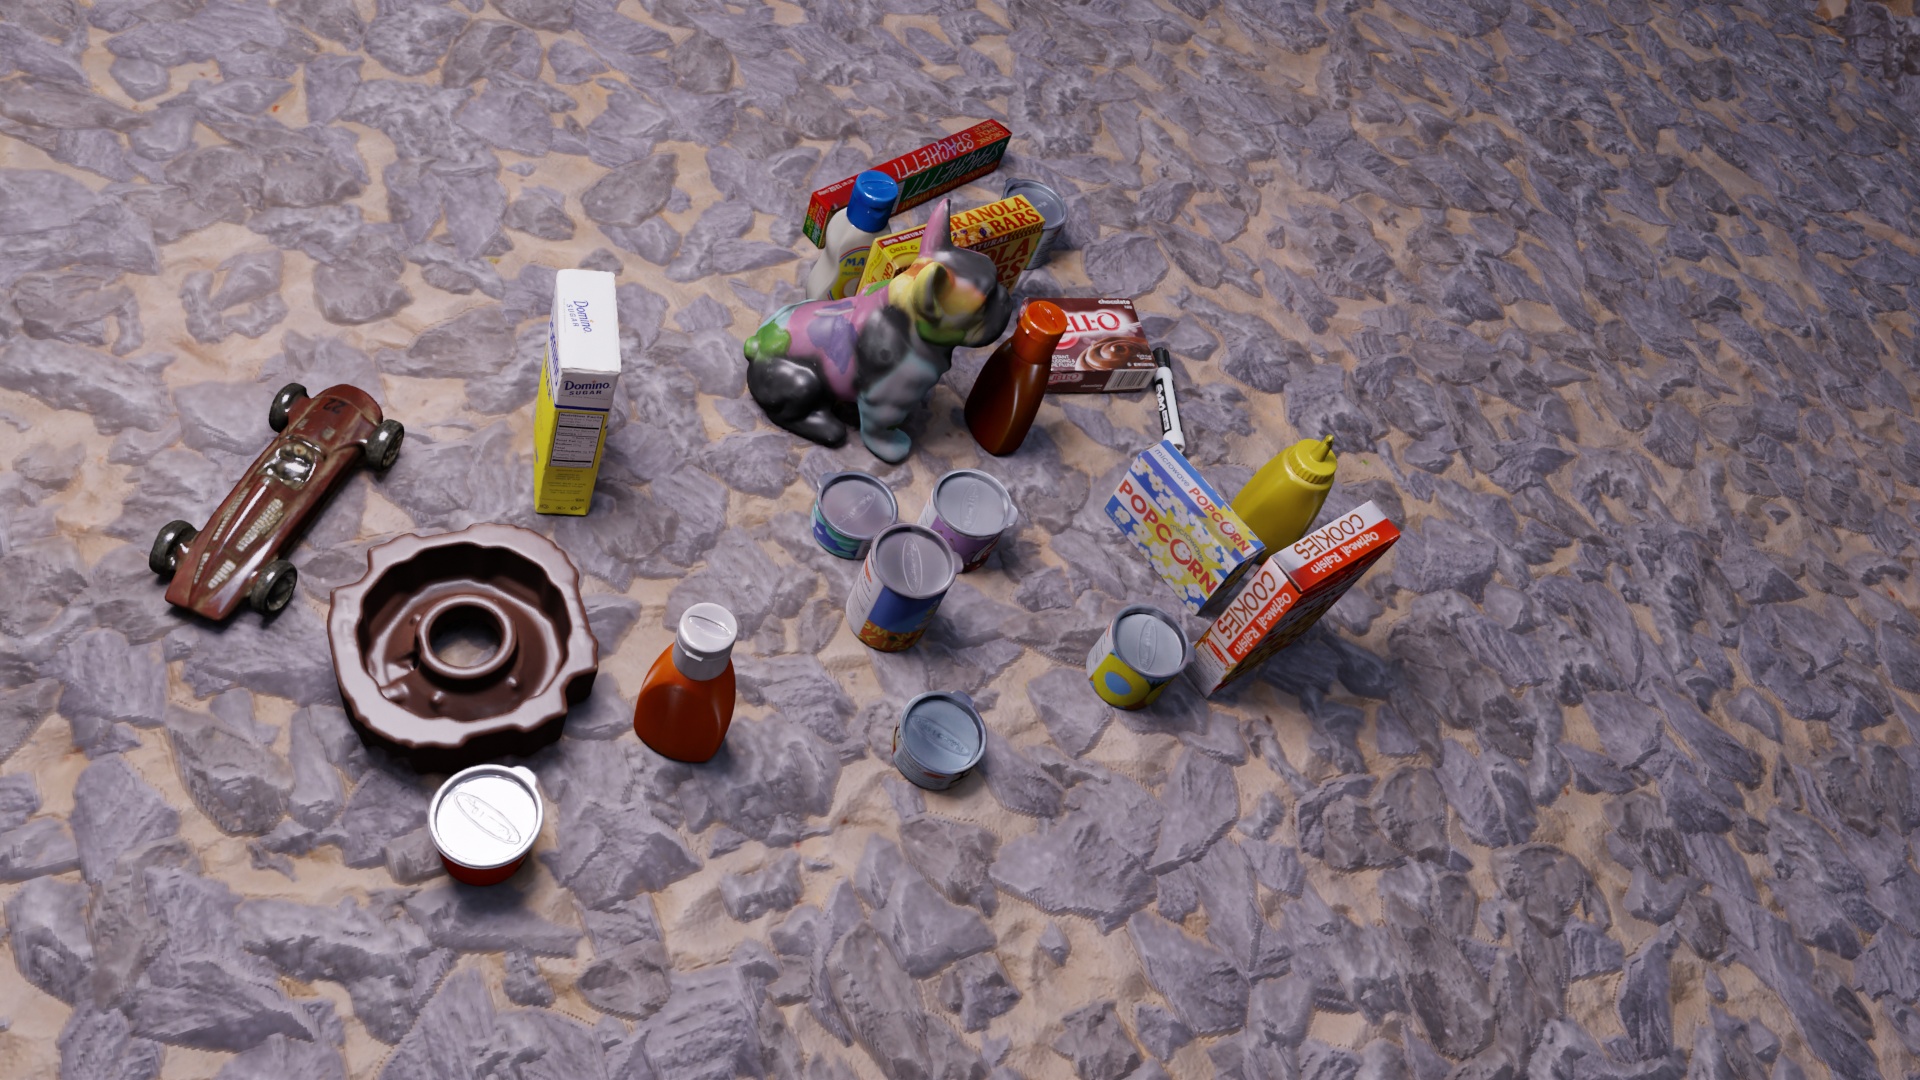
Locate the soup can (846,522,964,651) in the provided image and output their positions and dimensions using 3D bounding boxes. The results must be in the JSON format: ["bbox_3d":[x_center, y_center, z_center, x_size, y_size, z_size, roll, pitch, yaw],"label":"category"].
[{"bbox_3d":[-0.043,0.037,1.050,0.071,0.083,0.072,10,54,-14],"label":"soup can"}]

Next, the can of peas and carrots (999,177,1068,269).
[{"bbox_3d":[0.062,-0.307,1.347,0.071,0.058,0.071,10,54,-14],"label":"can of peas and carrots"}]

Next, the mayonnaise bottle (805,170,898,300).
[{"bbox_3d":[-0.089,-0.251,1.195,0.065,0.147,0.041,-5,59,-23],"label":"mayonnaise bottle"}]

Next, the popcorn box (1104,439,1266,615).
[{"bbox_3d":[0.186,-0.011,1.168,0.038,0.084,0.127,-28,69,-33],"label":"popcorn box"}]

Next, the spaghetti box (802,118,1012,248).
[{"bbox_3d":[-0.048,-0.348,1.341,0.251,0.050,0.029,-34,73,-35],"label":"spaghetti box"}]

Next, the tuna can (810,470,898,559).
[{"bbox_3d":[-0.087,-0.021,1.107,0.071,0.032,0.071,10,54,-14],"label":"tuna can"}]

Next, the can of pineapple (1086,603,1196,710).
[{"bbox_3d":[0.141,0.093,1.094,0.071,0.057,0.071,10,54,-14],"label":"can of pineapple"}]

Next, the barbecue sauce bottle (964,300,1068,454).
[{"bbox_3d":[0.048,-0.138,1.166,0.044,0.147,0.065,-15,63,-28],"label":"barbecue sauce bottle"}]

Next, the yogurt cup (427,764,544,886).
[{"bbox_3d":[-0.298,0.182,0.873,0.072,0.053,0.073,10,54,-14],"label":"yogurt cup"}]

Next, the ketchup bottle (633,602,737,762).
[{"bbox_3d":[-0.177,0.094,0.919,0.065,0.148,0.044,25,52,-3],"label":"ketchup bottle"}]

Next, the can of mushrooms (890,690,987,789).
[{"bbox_3d":[-0.015,0.145,1.016,0.071,0.033,0.071,10,54,-14],"label":"can of mushrooms"}]

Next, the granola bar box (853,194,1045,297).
[{"bbox_3d":[-0.016,-0.231,1.223,0.166,0.123,0.039,-25,68,-32],"label":"granola bar box"}]

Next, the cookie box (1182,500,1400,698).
[{"bbox_3d":[0.259,0.049,1.100,0.123,0.166,0.040,-26,68,-32],"label":"cookie box"}]

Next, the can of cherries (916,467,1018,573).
[{"bbox_3d":[0.004,-0.014,1.119,0.071,0.058,0.072,10,54,-14],"label":"can of cherries"}]

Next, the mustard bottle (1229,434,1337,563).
[{"bbox_3d":[0.279,-0.041,1.176,0.065,0.159,0.049,22,52,-5],"label":"mustard bottle"}]
